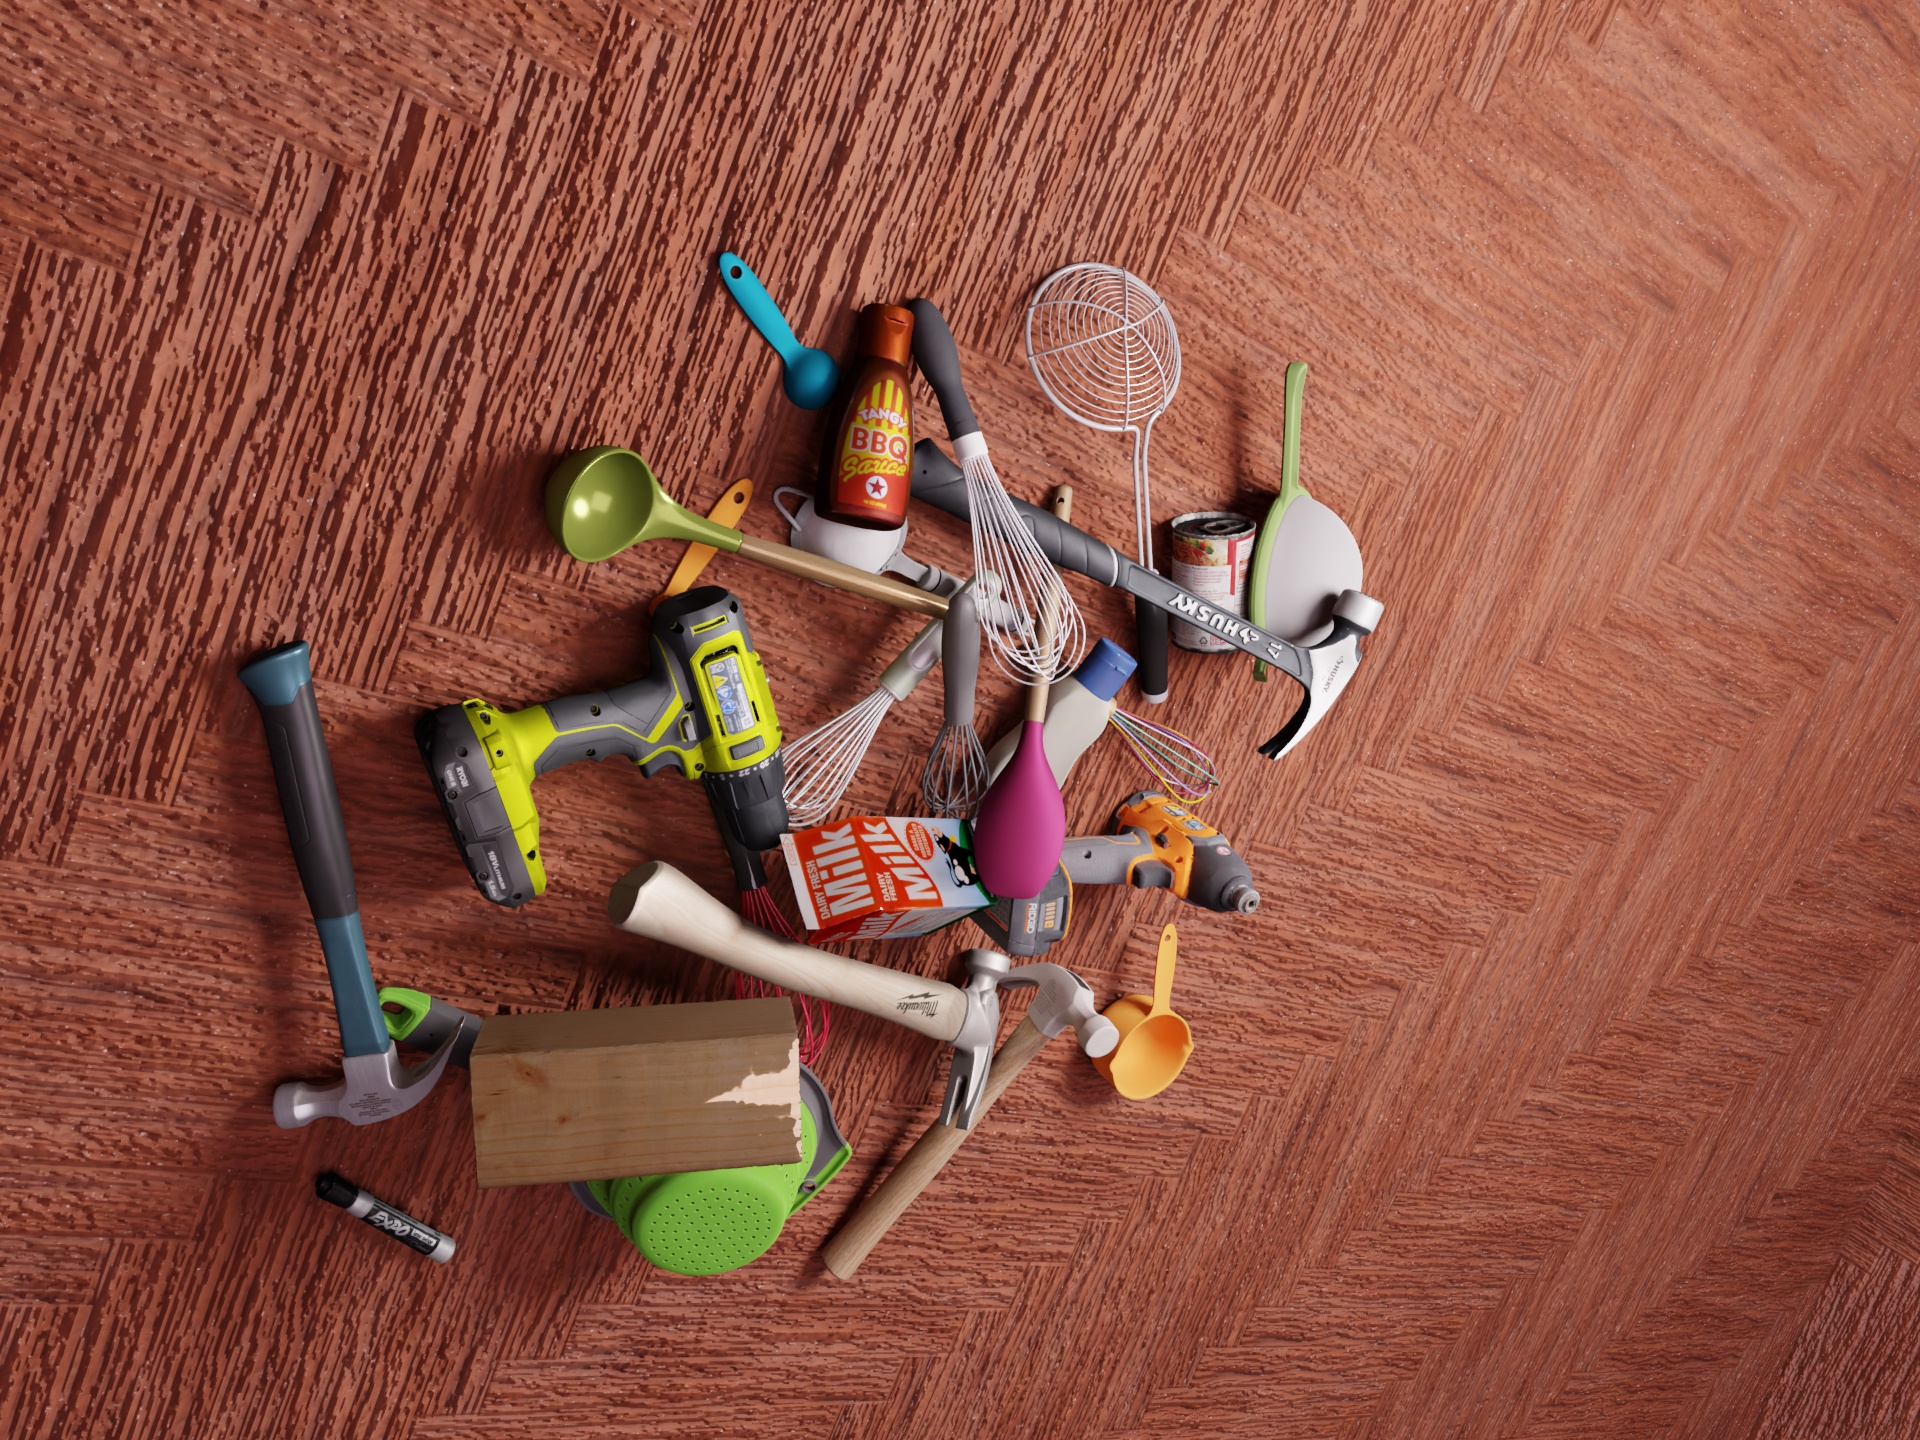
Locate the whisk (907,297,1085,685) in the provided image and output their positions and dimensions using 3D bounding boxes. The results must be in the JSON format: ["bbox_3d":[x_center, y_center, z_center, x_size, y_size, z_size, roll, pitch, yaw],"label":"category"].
[{"bbox_3d":[0.018,-0.161,1.112,0.070,0.070,0.284,-20,91,-25],"label":"whisk"}]

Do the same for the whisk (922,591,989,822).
[{"bbox_3d":[-0.003,-0.003,1.181,0.055,0.055,0.238,-24,142,-23],"label":"whisk"}]

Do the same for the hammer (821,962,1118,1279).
[{"bbox_3d":[-0.007,0.339,1.337,0.031,0.130,0.331,32,101,-38],"label":"hammer"}]

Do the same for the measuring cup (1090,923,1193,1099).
[{"bbox_3d":[0.164,0.254,1.437,0.095,0.052,0.173,-5,110,-31],"label":"measuring cup"}]

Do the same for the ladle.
[{"bbox_3d":[-0.123,-0.108,1.069,0.320,0.062,0.078,16,106,-26],"label":"ladle"}]

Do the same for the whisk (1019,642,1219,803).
[{"bbox_3d":[0.136,0.004,1.322,0.244,0.051,0.047,34,95,-34],"label":"whisk"}]

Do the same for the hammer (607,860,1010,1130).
[{"bbox_3d":[-0.101,0.198,1.178,0.410,0.038,0.146,30,67,-47],"label":"hammer"}]

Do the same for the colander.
[{"bbox_3d":[-0.248,0.302,1.140,0.396,0.095,0.204,34,109,-30],"label":"colander"}]

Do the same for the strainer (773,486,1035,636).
[{"bbox_3d":[-0.028,-0.108,1.173,0.258,0.050,0.087,23,112,-40],"label":"strainer"}]

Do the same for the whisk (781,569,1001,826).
[{"bbox_3d":[-0.057,-0.017,1.167,0.057,0.059,0.246,43,91,-10],"label":"whisk"}]

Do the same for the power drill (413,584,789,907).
[{"bbox_3d":[-0.227,0.033,1.067,0.228,0.080,0.190,-23,116,-21],"label":"power drill"}]

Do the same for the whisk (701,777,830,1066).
[{"bbox_3d":[-0.151,0.139,1.187,0.073,0.073,0.295,-21,113,-24],"label":"whisk"}]

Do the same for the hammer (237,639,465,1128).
[{"bbox_3d":[-0.402,0.110,1.011,0.128,0.033,0.330,-6,110,-4],"label":"hammer"}]

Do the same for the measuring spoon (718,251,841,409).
[{"bbox_3d":[-0.119,-0.259,1.061,0.042,0.021,0.128,-45,128,-9],"label":"measuring spoon"}]

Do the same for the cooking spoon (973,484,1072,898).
[{"bbox_3d":[0.058,-0.024,1.209,0.017,0.069,0.319,41,56,-78],"label":"cooking spoon"}]

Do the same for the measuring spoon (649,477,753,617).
[{"bbox_3d":[-0.176,-0.116,1.091,0.021,0.011,0.117,34,89,-37],"label":"measuring spoon"}]

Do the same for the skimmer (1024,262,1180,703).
[{"bbox_3d":[0.124,-0.174,1.249,0.127,0.090,0.362,-30,133,-23],"label":"skimmer"}]

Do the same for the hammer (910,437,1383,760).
[{"bbox_3d":[0.126,-0.104,1.201,0.408,0.036,0.149,24,94,-18],"label":"hammer"}]

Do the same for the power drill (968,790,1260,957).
[{"bbox_3d":[0.122,0.124,1.287,0.226,0.164,0.084,-7,114,-28],"label":"power drill"}]

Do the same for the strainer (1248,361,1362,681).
[{"bbox_3d":[0.291,-0.163,1.292,0.151,0.069,0.256,-43,137,-49],"label":"strainer"}]
